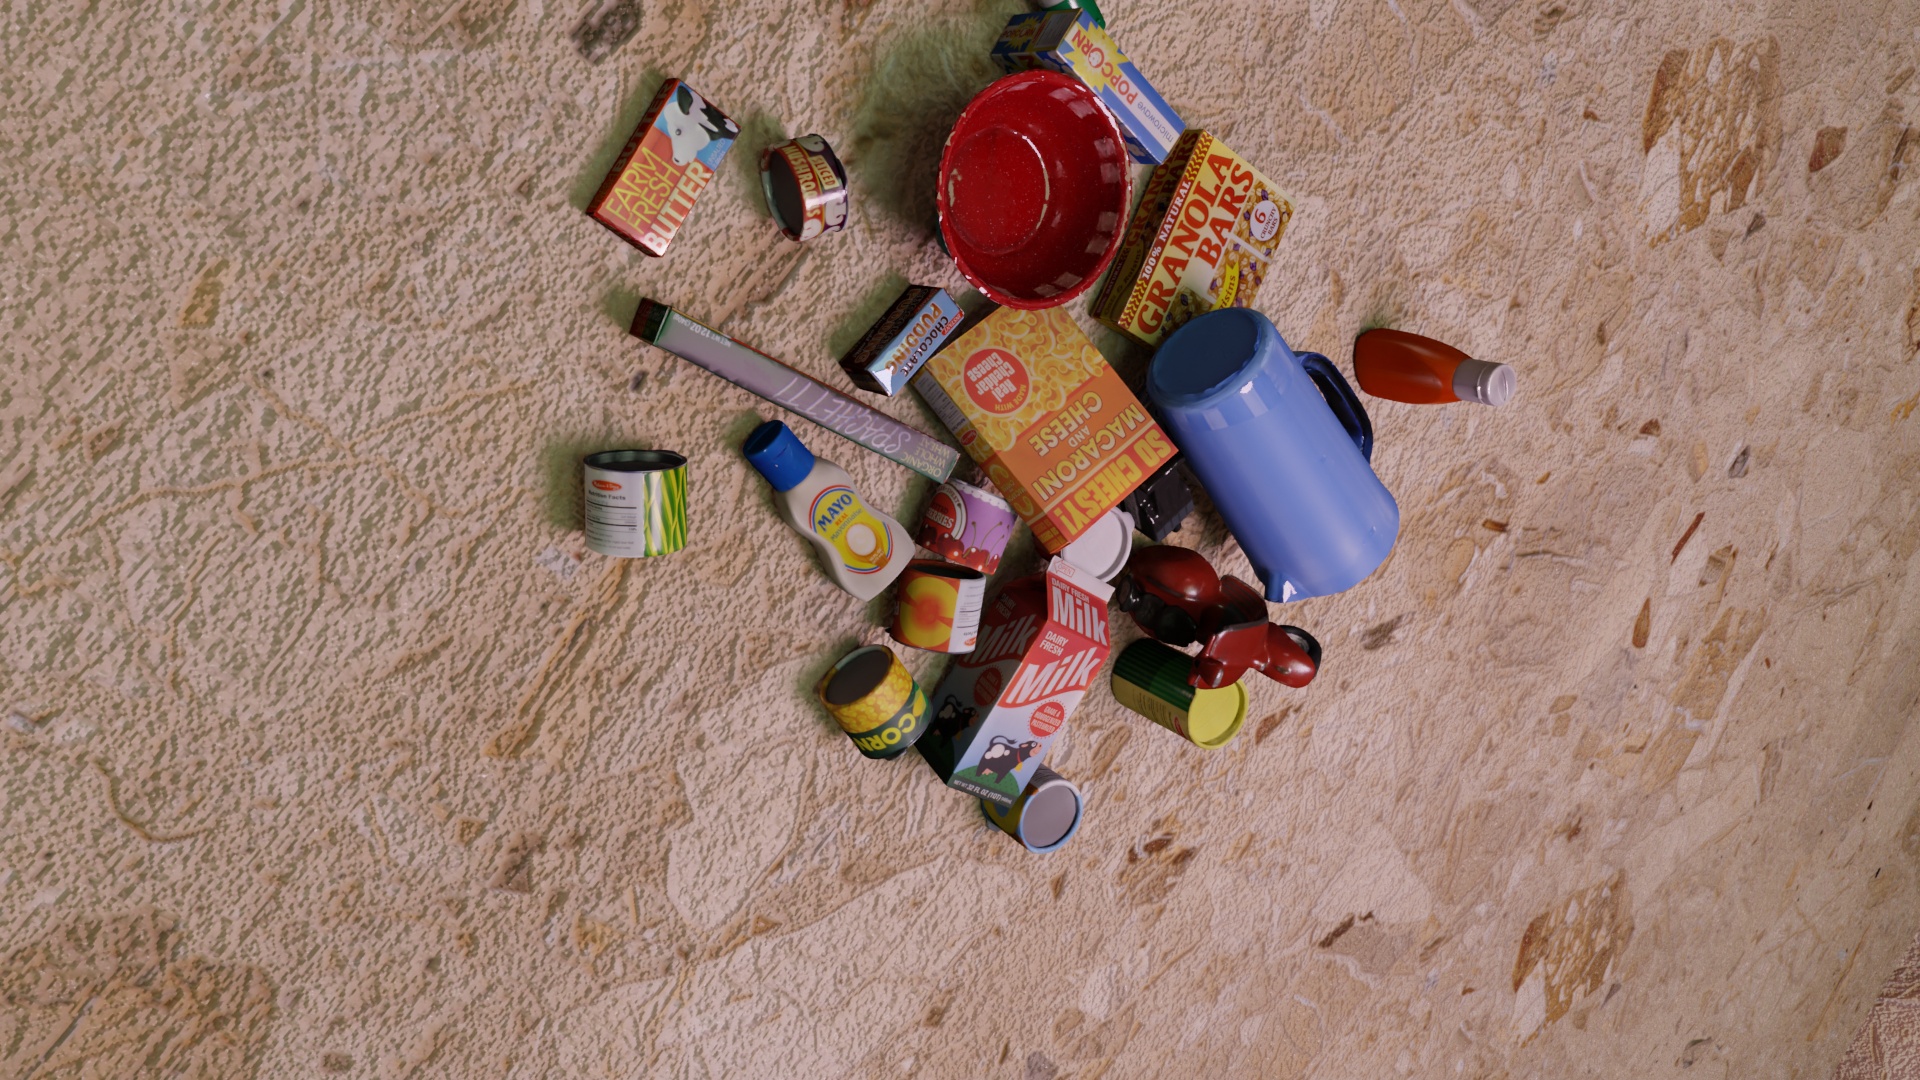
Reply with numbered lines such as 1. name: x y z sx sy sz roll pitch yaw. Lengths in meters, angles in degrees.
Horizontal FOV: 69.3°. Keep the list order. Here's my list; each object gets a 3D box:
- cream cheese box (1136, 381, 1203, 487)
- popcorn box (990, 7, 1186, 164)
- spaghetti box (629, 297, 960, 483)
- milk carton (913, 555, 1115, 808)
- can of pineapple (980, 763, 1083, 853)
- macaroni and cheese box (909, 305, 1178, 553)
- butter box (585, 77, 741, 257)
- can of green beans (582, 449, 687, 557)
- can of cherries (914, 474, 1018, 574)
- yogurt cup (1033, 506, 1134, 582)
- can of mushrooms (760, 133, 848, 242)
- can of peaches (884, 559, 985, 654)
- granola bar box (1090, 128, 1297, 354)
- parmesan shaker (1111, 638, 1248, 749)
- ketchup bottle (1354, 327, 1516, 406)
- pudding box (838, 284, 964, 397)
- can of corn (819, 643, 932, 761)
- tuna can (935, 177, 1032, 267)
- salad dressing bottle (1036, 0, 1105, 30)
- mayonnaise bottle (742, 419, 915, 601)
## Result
1. cream cheese box: 0.186 -0.094 1.167 0.103 0.024 0.053 38 81 -34
2. popcorn box: 0.093 -0.325 1.005 0.126 0.085 0.038 36 84 -35
3. spaghetti box: -0.108 -0.100 0.962 0.250 0.050 0.028 24 92 -35
4. milk carton: 0.048 0.105 1.087 0.072 0.073 0.190 28 98 -34
5. can of pineapple: 0.059 0.221 1.154 0.071 0.058 0.070 -10 109 -30
6. macaroni and cheese box: 0.063 -0.092 1.027 0.124 0.040 0.166 -39 91 -24
7. butter box: -0.189 -0.237 0.887 0.053 0.024 0.103 34 84 -35
8. can of green beans: -0.212 -0.025 0.907 0.071 0.071 0.057 -6 108 -31
9. can of cherries: 0.004 -0.013 1.048 0.071 0.071 0.058 21 93 -35
10. yogurt cup: 0.095 -0.002 1.116 0.072 0.054 0.072 -10 109 -30
11. can of mushrooms: -0.102 -0.233 0.915 0.033 0.071 0.070 -21 114 -24
12. can of peaches: -0.019 0.049 1.052 0.071 0.071 0.058 3 102 -33
13. granola bar box: 0.190 -0.228 1.122 0.124 0.039 0.165 23 90 -36
14. parmesan shaker: 0.184 0.126 1.180 0.071 0.103 0.071 -10 109 -30
15. ketchup bottle: 0.416 -0.147 1.223 0.044 0.149 0.064 -28 117 -21
16. pudding box: -0.042 -0.143 0.992 0.084 0.050 0.030 -49 122 -11
17. can of corn: -0.063 0.122 1.040 0.071 0.071 0.058 -43 121 -15
18. tuna can: 0.017 -0.229 1.015 0.071 0.033 0.071 -10 108 -30
19. salad dressing bottle: 0.054 -0.418 0.980 0.064 0.044 0.147 -47 124 -15
20. mayonnaise bottle: -0.097 -0.023 0.996 0.065 0.041 0.147 -47 123 -11
